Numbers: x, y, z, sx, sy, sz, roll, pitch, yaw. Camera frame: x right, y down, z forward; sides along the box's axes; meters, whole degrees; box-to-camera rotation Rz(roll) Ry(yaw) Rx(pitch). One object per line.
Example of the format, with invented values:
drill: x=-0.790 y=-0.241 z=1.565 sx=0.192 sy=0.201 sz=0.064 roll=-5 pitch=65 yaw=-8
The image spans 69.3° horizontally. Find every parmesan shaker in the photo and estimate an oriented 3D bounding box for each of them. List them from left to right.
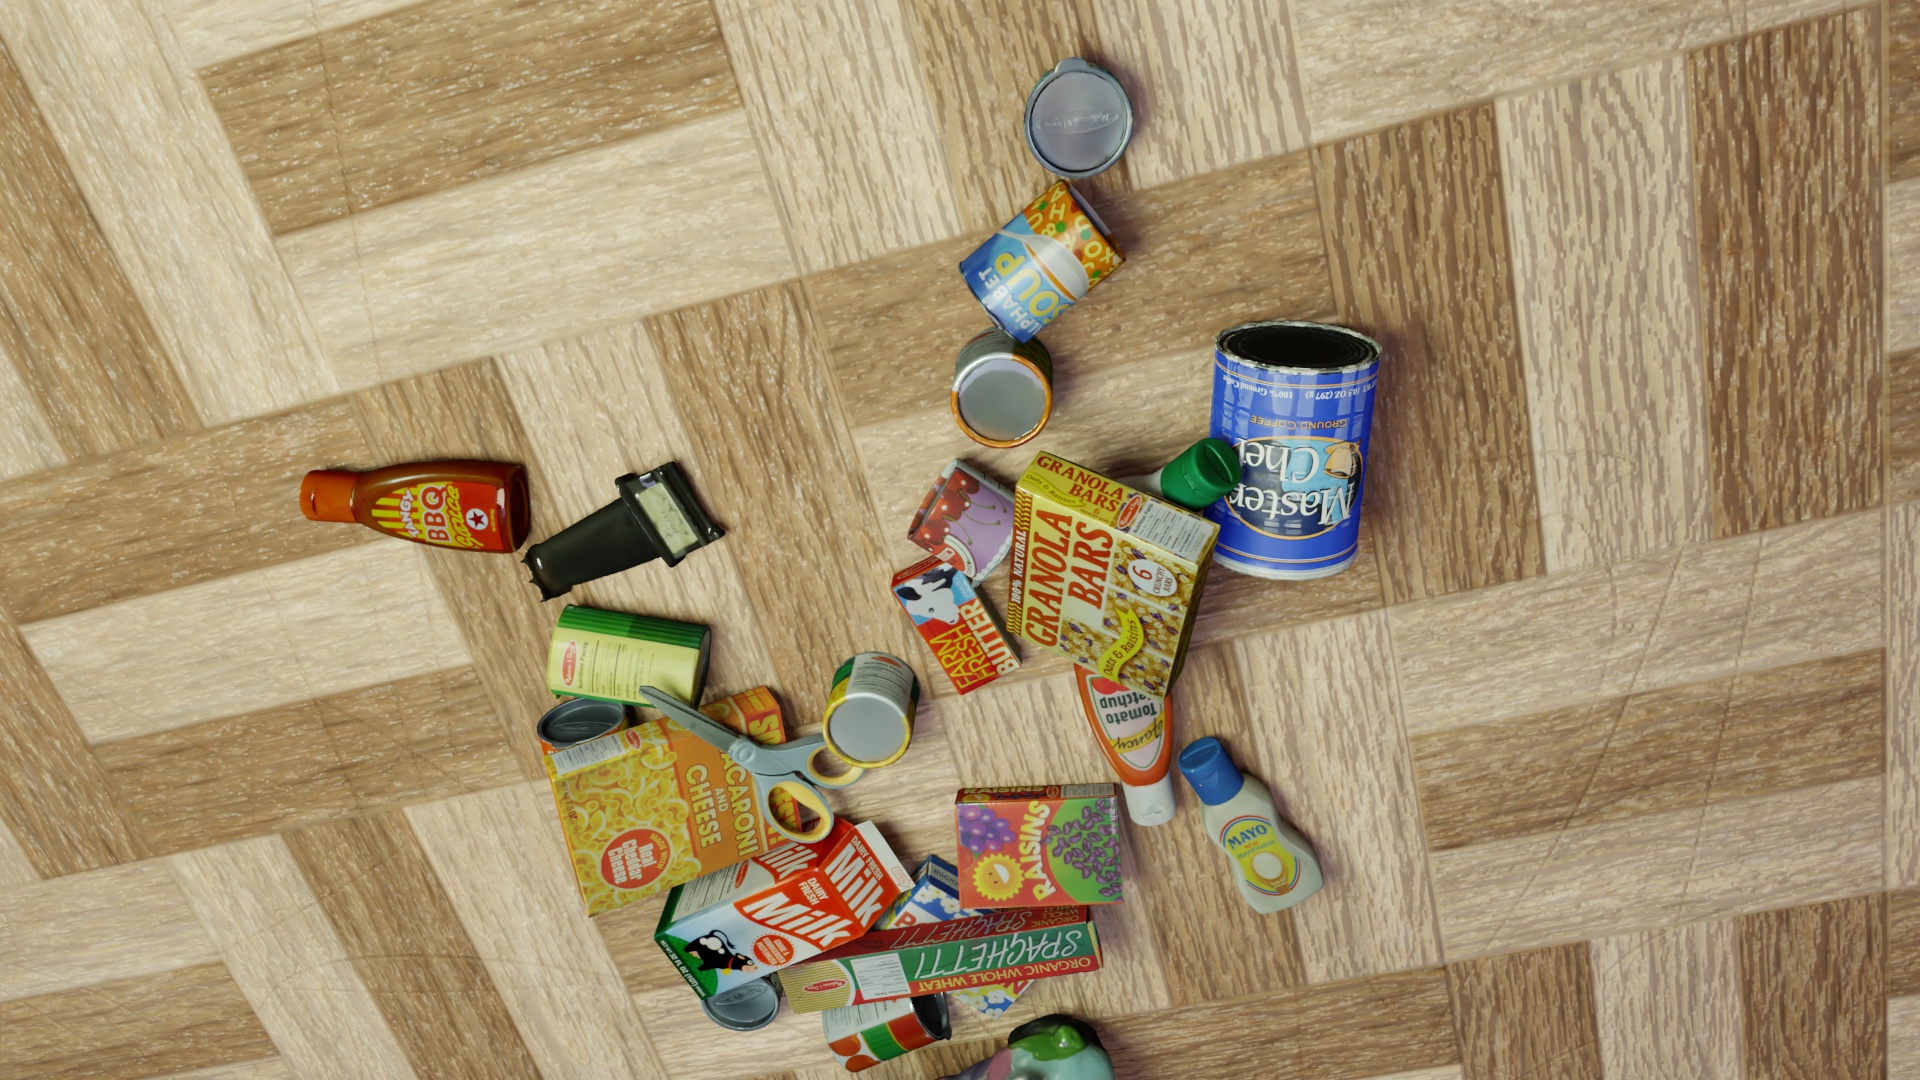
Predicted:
parmesan shaker: x=-0.238 y=0.088 z=1.004 sx=0.103 sy=0.071 sz=0.071 roll=9 pitch=115 yaw=-2

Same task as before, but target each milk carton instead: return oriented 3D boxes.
milk carton: x=-0.134 y=0.278 z=1.081 sx=0.190 sy=0.074 sz=0.072 roll=-26 pitch=110 yaw=14

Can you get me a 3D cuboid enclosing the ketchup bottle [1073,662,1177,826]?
ketchup bottle: x=0.128 y=0.139 z=1.019 sx=0.065 sy=0.044 sz=0.148 roll=-14 pitch=114 yaw=4

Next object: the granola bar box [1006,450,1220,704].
granola bar box: x=0.095 y=0.026 z=0.908 sx=0.124 sy=0.039 sz=0.164 roll=24 pitch=147 yaw=16

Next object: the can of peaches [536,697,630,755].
can of peaches: x=-0.277 y=0.158 z=1.035 sx=0.071 sy=0.071 sz=0.057 roll=-4 pitch=116 yaw=5

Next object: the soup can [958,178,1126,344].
soup can: x=0.051 y=-0.172 z=0.864 sx=0.083 sy=0.071 sz=0.071 roll=-38 pitch=107 yaw=18

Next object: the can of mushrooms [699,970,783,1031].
can of mushrooms: x=-0.180 y=0.367 z=1.147 sx=0.071 sy=0.033 sz=0.070 roll=1 pitch=115 yaw=3

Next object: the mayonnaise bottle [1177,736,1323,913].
mayonnaise bottle: x=0.215 y=0.214 z=1.049 sx=0.064 sy=0.041 sz=0.147 roll=-29 pitch=110 yaw=16

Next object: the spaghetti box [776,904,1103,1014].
spaghetti box: x=-0.015 y=0.323 z=1.075 sx=0.250 sy=0.029 sz=0.050 roll=-11 pitch=114 yaw=9

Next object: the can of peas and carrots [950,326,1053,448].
can of peas and carrots: x=0.029 y=-0.098 z=0.907 sx=0.071 sy=0.059 sz=0.070 roll=1 pitch=115 yaw=3

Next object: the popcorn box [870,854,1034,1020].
popcorn box: x=0.002 y=0.317 z=1.110 sx=0.126 sy=0.038 sz=0.085 roll=33 pitch=111 yaw=-11

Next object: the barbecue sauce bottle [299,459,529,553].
barbecue sauce bottle: x=-0.381 y=-0.027 z=0.972 sx=0.149 sy=0.044 sz=0.064 roll=4 pitch=116 yaw=2

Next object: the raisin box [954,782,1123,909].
raisin box: x=0.060 y=0.232 z=1.055 sx=0.123 sy=0.040 sz=0.086 roll=-3 pitch=98 yaw=5

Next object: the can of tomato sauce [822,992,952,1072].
can of tomato sauce: x=-0.060 y=0.389 z=1.131 sx=0.083 sy=0.071 sz=0.071 roll=-27 pitch=111 yaw=16

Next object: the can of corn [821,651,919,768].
can of corn: x=-0.066 y=0.126 z=1.015 sx=0.071 sy=0.058 sz=0.070 roll=1 pitch=115 yaw=3

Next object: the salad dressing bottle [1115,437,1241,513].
salad dressing bottle: x=0.126 y=-0.021 z=0.902 sx=0.064 sy=0.044 sz=0.147 roll=57 pitch=148 yaw=5

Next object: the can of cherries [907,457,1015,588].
can of cherries: x=0.003 y=-0.012 z=0.942 sx=0.058 sy=0.072 sz=0.071 roll=32 pitch=113 yaw=-11

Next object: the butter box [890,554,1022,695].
butter box: x=-0.002 y=0.059 z=0.999 sx=0.053 sy=0.024 sz=0.103 roll=-27 pitch=110 yaw=14

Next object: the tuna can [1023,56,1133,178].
tuna can: x=0.071 y=-0.259 z=0.844 sx=0.071 sy=0.033 sz=0.070 roll=1 pitch=115 yaw=3

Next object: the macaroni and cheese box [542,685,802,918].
macaroni and cheese box: x=-0.208 y=0.190 z=1.023 sx=0.167 sy=0.040 sz=0.123 roll=-17 pitch=117 yaw=-22
